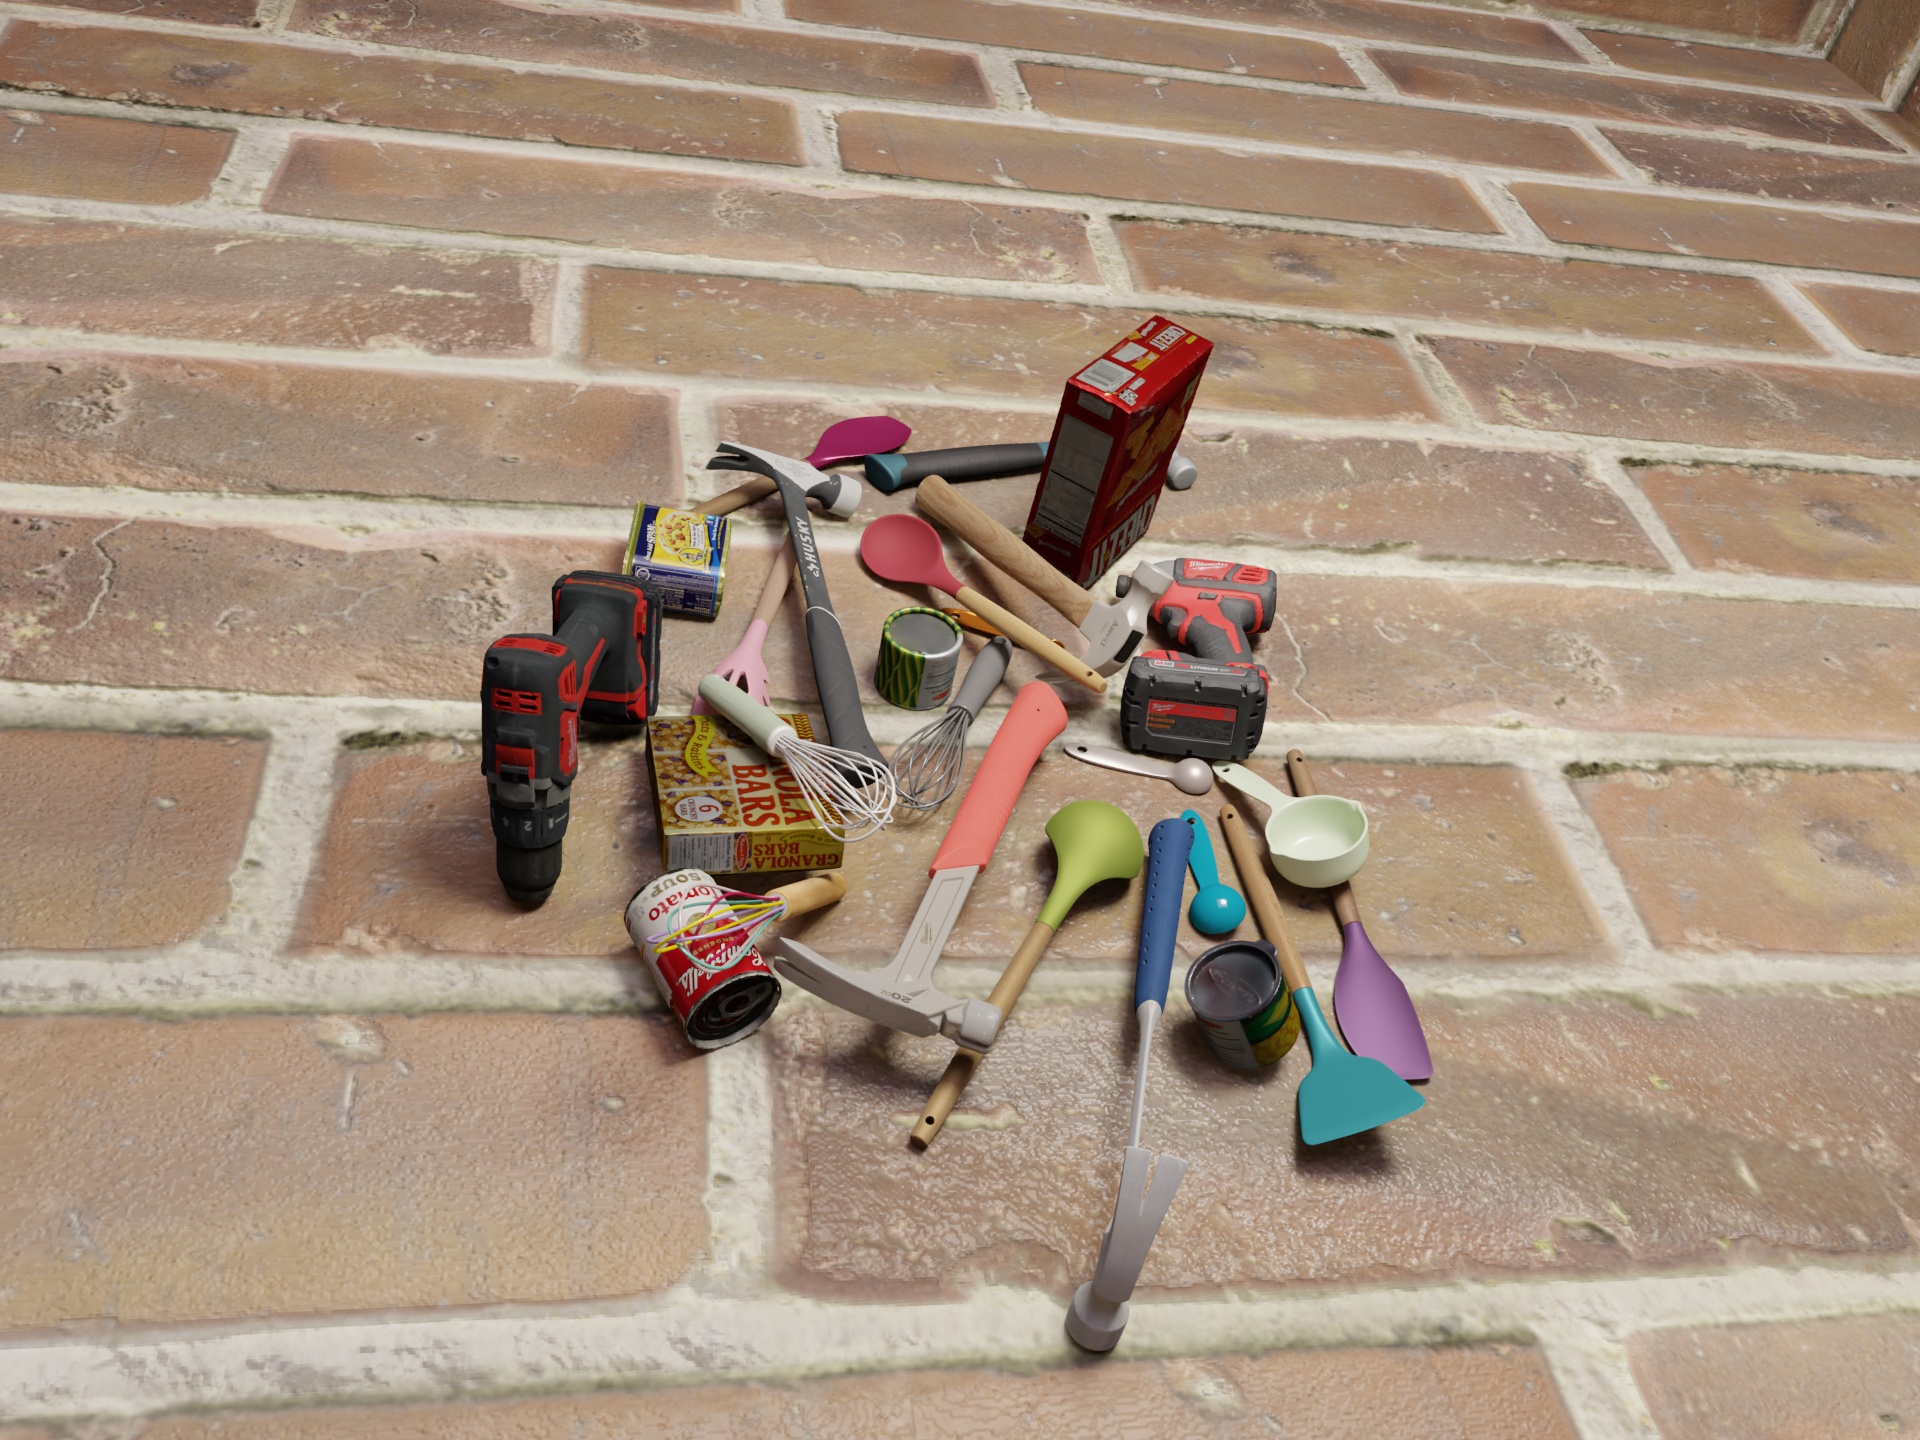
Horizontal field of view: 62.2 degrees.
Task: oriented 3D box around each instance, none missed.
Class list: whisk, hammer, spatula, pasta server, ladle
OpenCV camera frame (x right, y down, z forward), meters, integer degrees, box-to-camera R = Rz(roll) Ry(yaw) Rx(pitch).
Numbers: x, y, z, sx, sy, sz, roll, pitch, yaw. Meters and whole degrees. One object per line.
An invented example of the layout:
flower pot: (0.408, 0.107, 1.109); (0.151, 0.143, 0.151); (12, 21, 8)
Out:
whisk: (-0.003, -0.003, 1.274); (0.055, 0.055, 0.239); (20, 38, 9)
whisk: (-0.124, 0.122, 1.022); (0.051, 0.047, 0.245); (31, 11, 15)
hammer: (-0.120, -0.097, 1.306); (0.149, 0.036, 0.409); (18, 36, -30)
spatula: (0.237, 0.169, 1.141); (0.082, 0.044, 0.318); (-20, 43, 5)
hammer: (0.050, -0.136, 1.382); (0.031, 0.130, 0.332); (19, 16, -41)
spatula: (0.289, 0.137, 1.207); (0.059, 0.018, 0.316); (1, 44, -7)
hammer: (0.125, 0.196, 1.040); (0.035, 0.144, 0.406); (15, 35, 2)
pasta server: (-0.164, -0.088, 1.340); (0.060, 0.040, 0.316); (12, 38, 0)
hammer: (0.065, -0.262, 1.576); (0.331, 0.033, 0.128); (-10, 47, -23)
whisk: (-0.123, 0.019, 1.130); (0.059, 0.057, 0.247); (-54, 44, -4)
ladle: (0.044, 0.170, 1.105); (0.078, 0.062, 0.320); (29, 51, 9)
ladle: (0.018, -0.098, 1.346); (0.069, 0.031, 0.316); (-40, 47, -14)
hammer: (0.000, 0.080, 1.135); (0.149, 0.036, 0.359); (21, 39, 5)

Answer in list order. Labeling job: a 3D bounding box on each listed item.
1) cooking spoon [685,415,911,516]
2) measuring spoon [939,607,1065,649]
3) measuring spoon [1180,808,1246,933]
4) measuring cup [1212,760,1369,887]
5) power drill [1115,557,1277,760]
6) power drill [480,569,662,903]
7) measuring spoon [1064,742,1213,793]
cooking spoon: (-0.164, -0.231, 1.498); (0.069, 0.017, 0.319); (33, 45, 27)
measuring spoon: (0.036, -0.076, 1.386); (0.117, 0.011, 0.021); (19, 42, 12)
measuring spoon: (0.184, 0.107, 1.204); (0.042, 0.021, 0.129); (-15, 41, 5)
measuring cup: (0.251, 0.078, 1.244); (0.083, 0.038, 0.168); (-28, 33, -16)
power drill: (0.197, -0.066, 1.360); (0.143, 0.078, 0.220); (7, 38, 7)
power drill: (-0.279, 0.004, 1.128); (0.080, 0.187, 0.227); (8, 24, 2)
measuring spoon: (0.145, 0.032, 1.287); (0.124, 0.018, 0.034); (13, 42, 2)
